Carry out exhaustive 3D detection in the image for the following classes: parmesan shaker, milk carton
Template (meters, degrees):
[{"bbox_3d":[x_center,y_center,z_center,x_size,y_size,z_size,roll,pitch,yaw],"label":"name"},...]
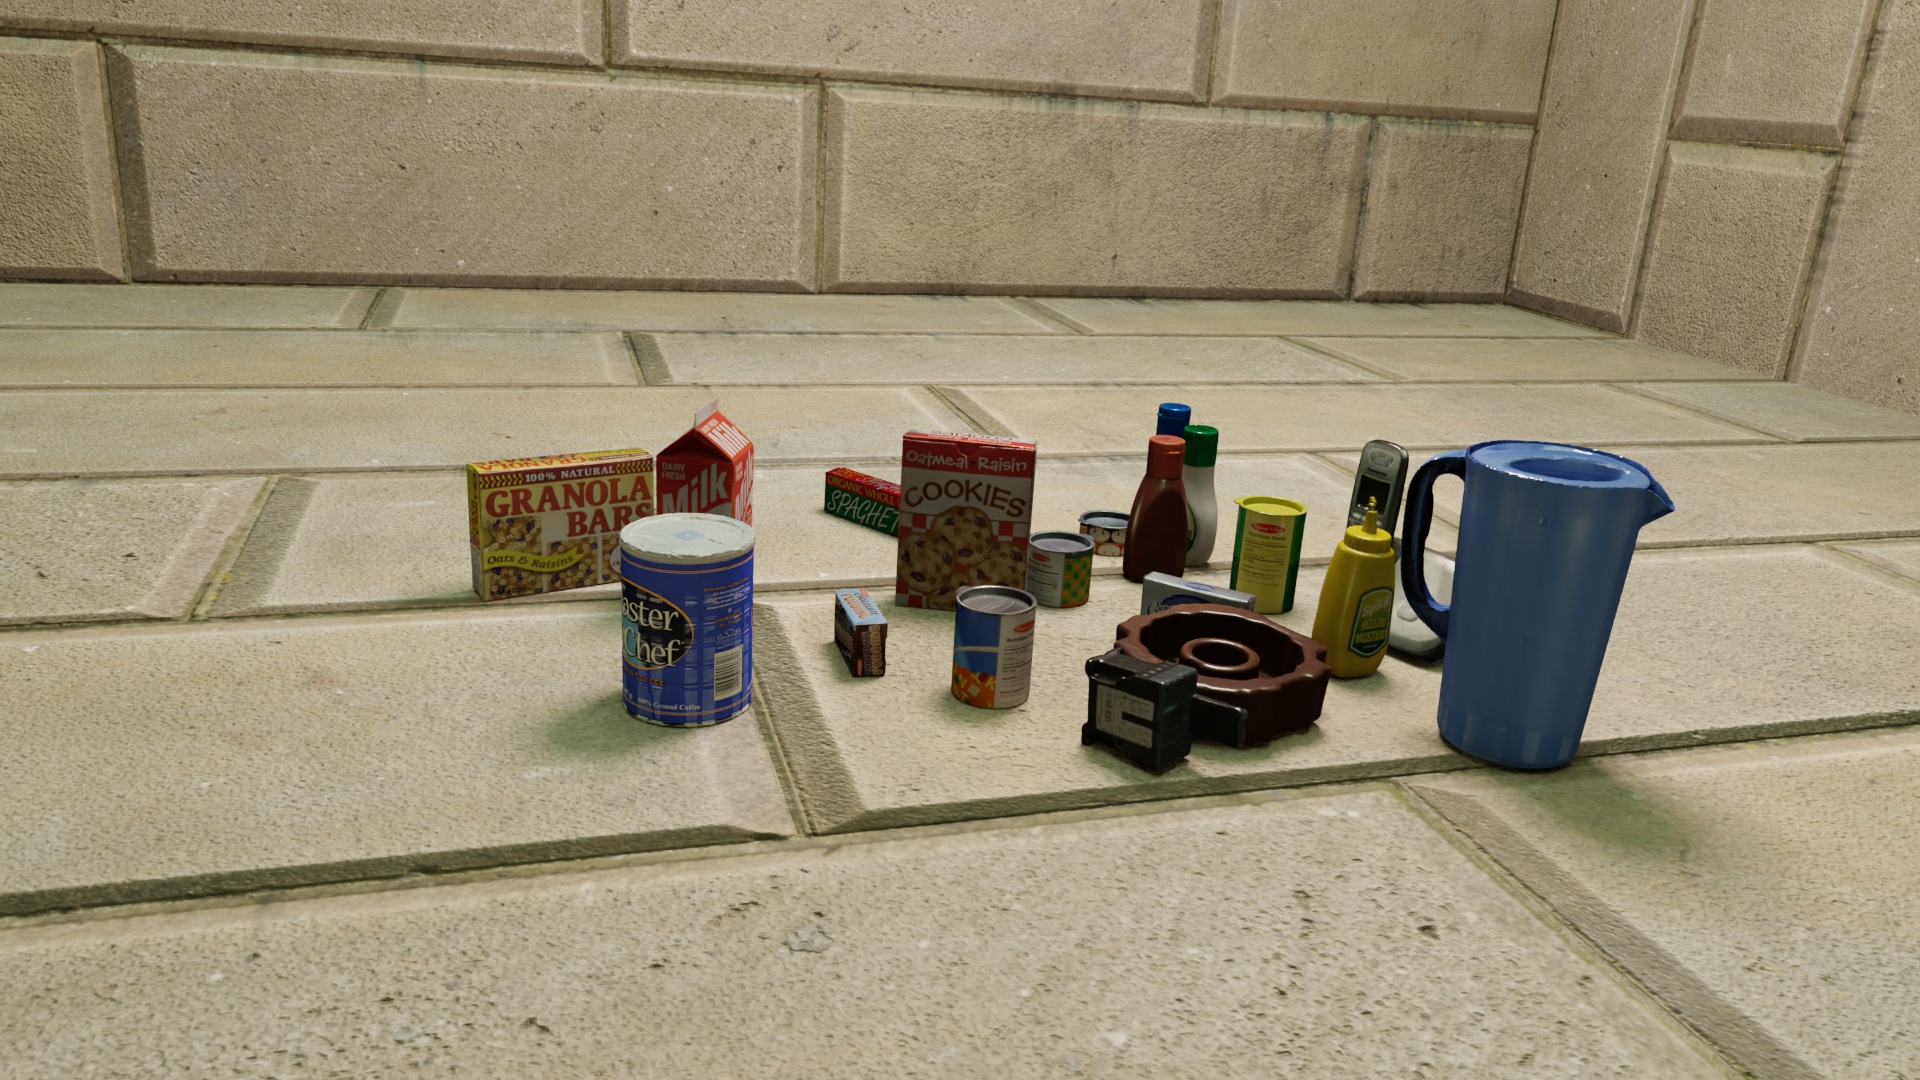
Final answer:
[{"bbox_3d":[0.300,0.013,1.373,0.071,0.102,0.071,3,18,-1],"label":"parmesan shaker"},{"bbox_3d":[-0.233,-0.032,1.268,0.073,0.189,0.072,5,18,5],"label":"milk carton"}]

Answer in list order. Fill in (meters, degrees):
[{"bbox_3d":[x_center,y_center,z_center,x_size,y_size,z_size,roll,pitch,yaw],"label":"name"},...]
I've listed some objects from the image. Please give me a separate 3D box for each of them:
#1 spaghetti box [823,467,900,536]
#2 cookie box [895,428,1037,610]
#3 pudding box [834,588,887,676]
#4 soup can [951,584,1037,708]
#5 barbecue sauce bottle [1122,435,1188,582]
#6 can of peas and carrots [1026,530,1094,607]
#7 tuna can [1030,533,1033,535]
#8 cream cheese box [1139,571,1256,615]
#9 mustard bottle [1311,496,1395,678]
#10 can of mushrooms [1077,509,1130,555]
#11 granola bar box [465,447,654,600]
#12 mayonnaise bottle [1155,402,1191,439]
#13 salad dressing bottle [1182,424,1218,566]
[{"bbox_3d":[-0.055,-0.028,1.509,0.250,0.050,0.029,19,23,38],"label":"spaghetti box"},{"bbox_3d":[0.005,-0.016,1.303,0.123,0.166,0.040,5,18,5],"label":"cookie box"},{"bbox_3d":[-0.086,0.078,1.191,0.030,0.049,0.084,-2,19,-17],"label":"pudding box"},{"bbox_3d":[0.025,0.085,1.136,0.071,0.083,0.071,3,18,-1],"label":"soup can"},{"bbox_3d":[0.203,-0.032,1.417,0.065,0.148,0.044,-2,19,-16],"label":"barbecue sauce bottle"},{"bbox_3d":[0.098,0.027,1.362,0.071,0.058,0.071,3,18,-1],"label":"can of peas and carrots"},{"bbox_3d":[0.074,0.018,1.424,0.071,0.032,0.071,3,19,-1],"label":"tuna can"},{"bbox_3d":[0.217,0.066,1.277,0.104,0.053,0.024,14,21,27],"label":"cream cheese box"},{"bbox_3d":[0.348,0.040,1.214,0.065,0.159,0.049,-7,21,-29],"label":"mustard bottle"},{"bbox_3d":[0.160,-0.009,1.519,0.071,0.033,0.071,3,19,-1],"label":"can of mushrooms"},{"bbox_3d":[-0.371,-0.018,1.302,0.166,0.123,0.039,-9,22,-33],"label":"granola bar box"},{"bbox_3d":[0.235,-0.080,1.565,0.041,0.147,0.065,-2,19,-16],"label":"mayonnaise bottle"},{"bbox_3d":[0.248,-0.048,1.475,0.044,0.147,0.064,-7,21,-29],"label":"salad dressing bottle"}]
